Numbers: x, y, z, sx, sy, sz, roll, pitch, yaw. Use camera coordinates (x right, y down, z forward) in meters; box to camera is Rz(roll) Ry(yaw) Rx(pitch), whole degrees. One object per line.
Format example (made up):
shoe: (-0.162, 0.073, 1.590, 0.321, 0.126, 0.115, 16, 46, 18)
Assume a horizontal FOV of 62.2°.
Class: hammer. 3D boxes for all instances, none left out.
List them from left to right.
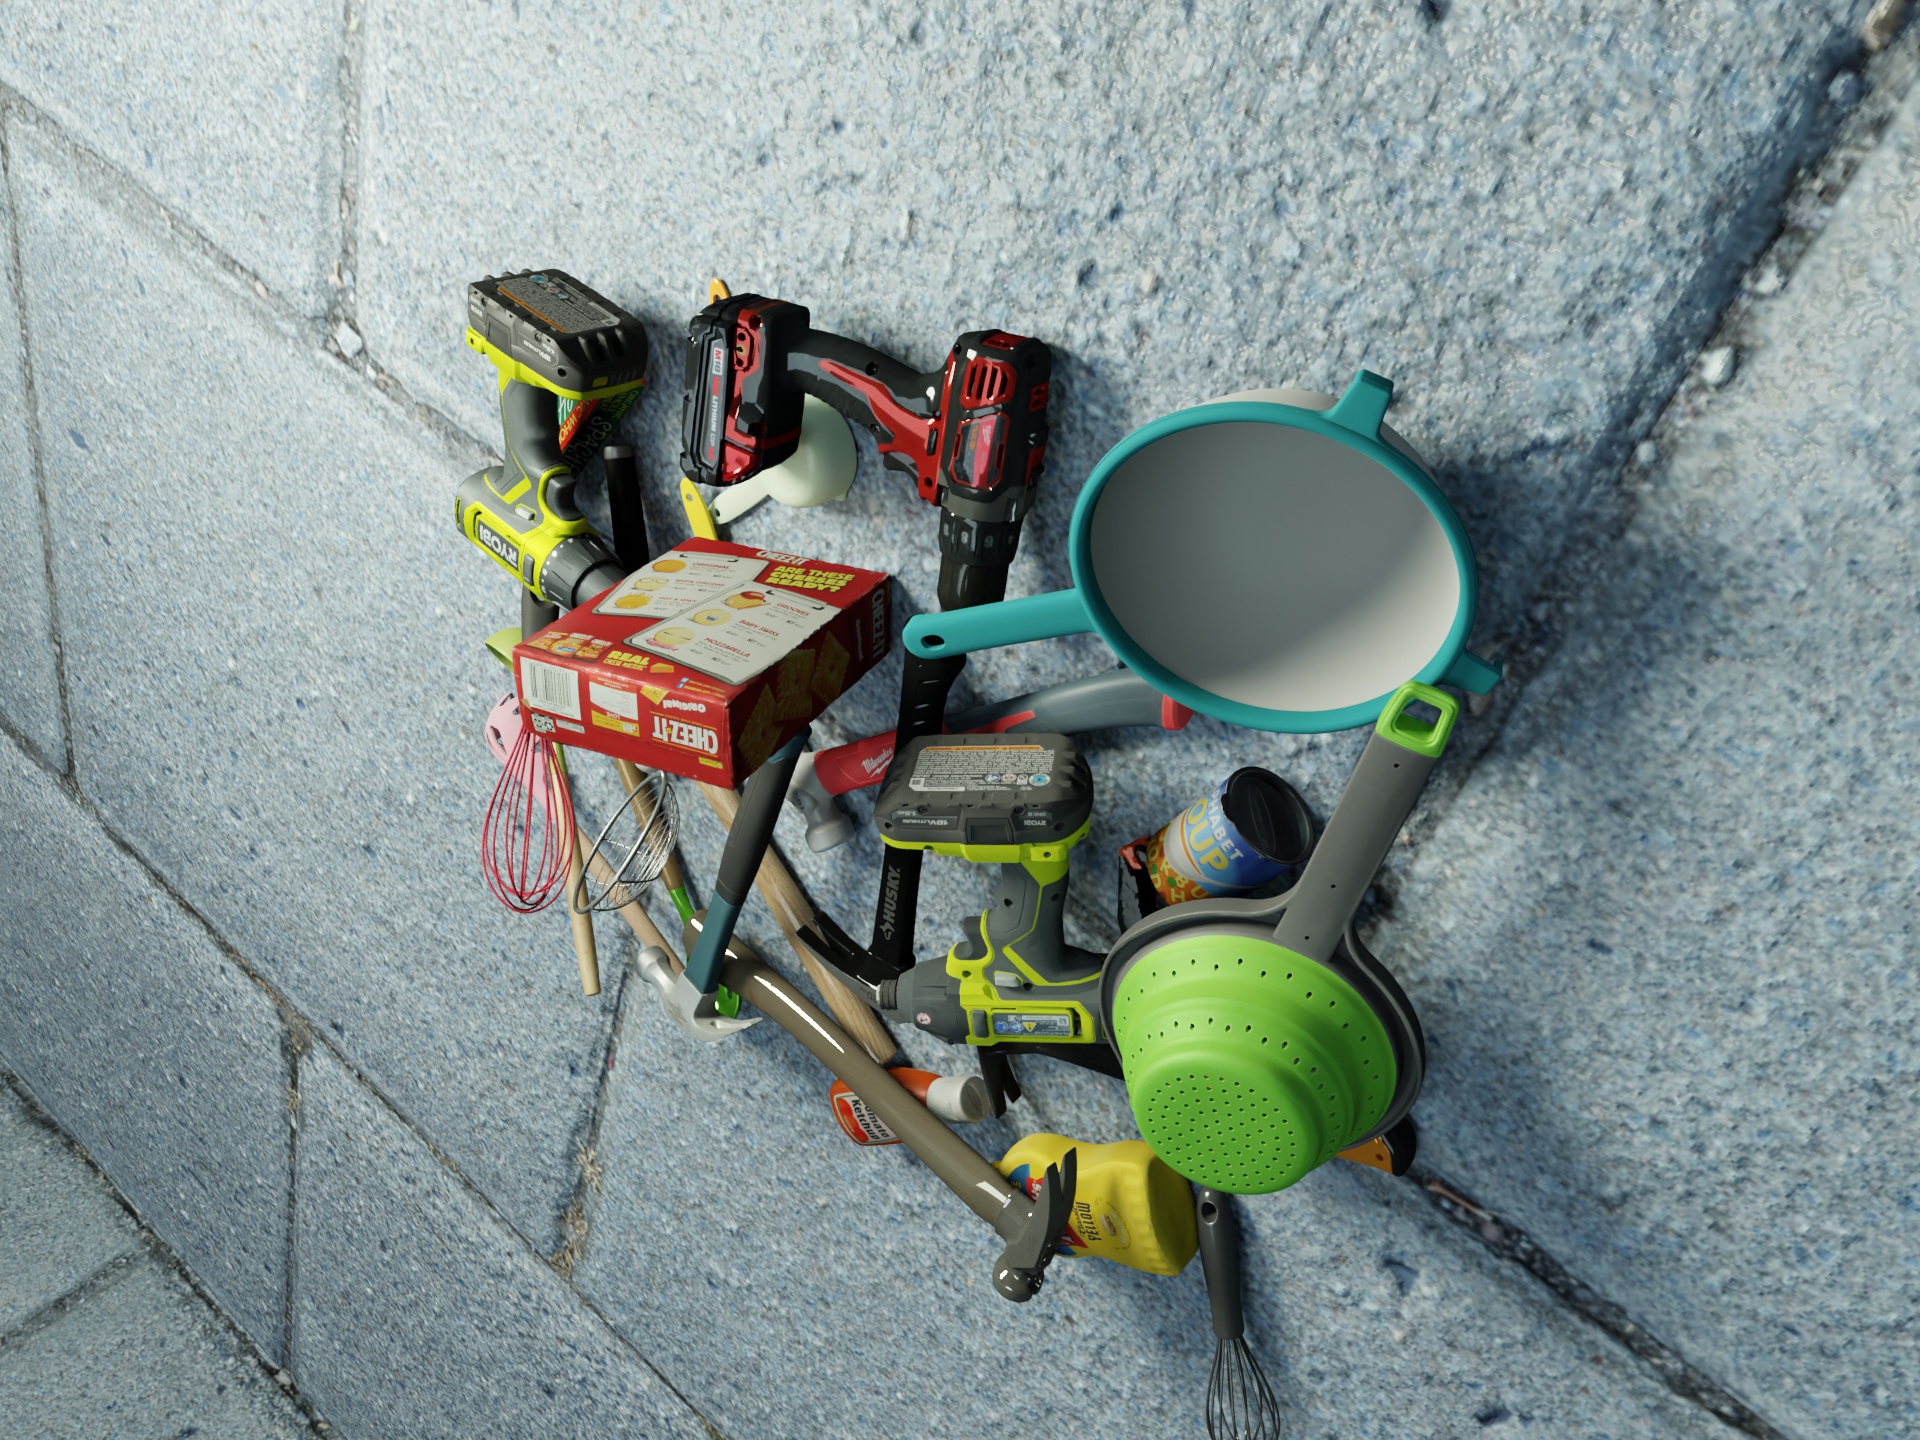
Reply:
hammer: (-0.178, 0.125, 1.241, 0.128, 0.033, 0.330, 43, 129, 27)
hammer: (-0.146, 0.136, 1.292, 0.130, 0.031, 0.331, -28, 93, 45)
hammer: (-0.077, 0.268, 1.242, 0.411, 0.038, 0.146, 36, 130, 29)
hammer: (-0.042, 0.074, 1.114, 0.146, 0.035, 0.334, 26, 128, 24)
hammer: (-0.002, -0.003, 1.093, 0.386, 0.038, 0.143, -16, 100, 43)
hammer: (0.152, 0.258, 1.107, 0.337, 0.034, 0.127, 9, 117, 36)

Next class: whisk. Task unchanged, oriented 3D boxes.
whisk: (-0.345, 0.010, 1.285, 0.073, 0.073, 0.296, -21, 63, 44)
whisk: (0.198, 0.445, 1.161, 0.055, 0.055, 0.239, 3, 110, 39)

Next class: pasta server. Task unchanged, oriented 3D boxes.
pasta server: (-0.330, 0.108, 1.415, 0.316, 0.040, 0.060, 51, 134, 9)

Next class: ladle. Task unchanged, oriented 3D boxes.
ladle: (-0.345, 0.074, 1.332, 0.078, 0.062, 0.320, 114, 145, -75)

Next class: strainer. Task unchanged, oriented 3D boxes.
strainer: (0.119, -0.092, 0.882, 0.340, 0.095, 0.210, -8, 128, 36)

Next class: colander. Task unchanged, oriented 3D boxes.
colander: (0.185, 0.152, 0.904, 0.204, 0.094, 0.396, 24, 128, 10)

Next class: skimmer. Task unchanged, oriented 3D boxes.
skimmer: (-0.277, -0.030, 1.239, 0.127, 0.090, 0.363, -146, 51, -69)

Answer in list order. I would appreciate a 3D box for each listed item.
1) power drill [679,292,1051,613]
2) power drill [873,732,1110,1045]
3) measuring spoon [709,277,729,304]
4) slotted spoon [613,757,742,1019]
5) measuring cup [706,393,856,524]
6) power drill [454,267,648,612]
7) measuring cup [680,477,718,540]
power drill: (-0.058, -0.165, 0.998, 0.227, 0.080, 0.187, 16, 117, 16)
power drill: (0.018, 0.122, 1.051, 0.171, 0.080, 0.223, -1, 123, 10)
measuring spoon: (-0.163, -0.250, 1.113, 0.021, 0.011, 0.116, 11, 119, 36)
slotted spoon: (-0.254, 0.120, 1.377, 0.070, 0.031, 0.313, -11, 103, 42)
measuring cup: (-0.141, -0.169, 1.118, 0.167, 0.038, 0.083, -24, 96, 43)
power drill: (-0.285, -0.186, 1.139, 0.191, 0.080, 0.228, 36, 131, 27)
measuring cup: (-0.190, -0.104, 1.192, 0.062, 0.029, 0.156, 6, 123, 38)
